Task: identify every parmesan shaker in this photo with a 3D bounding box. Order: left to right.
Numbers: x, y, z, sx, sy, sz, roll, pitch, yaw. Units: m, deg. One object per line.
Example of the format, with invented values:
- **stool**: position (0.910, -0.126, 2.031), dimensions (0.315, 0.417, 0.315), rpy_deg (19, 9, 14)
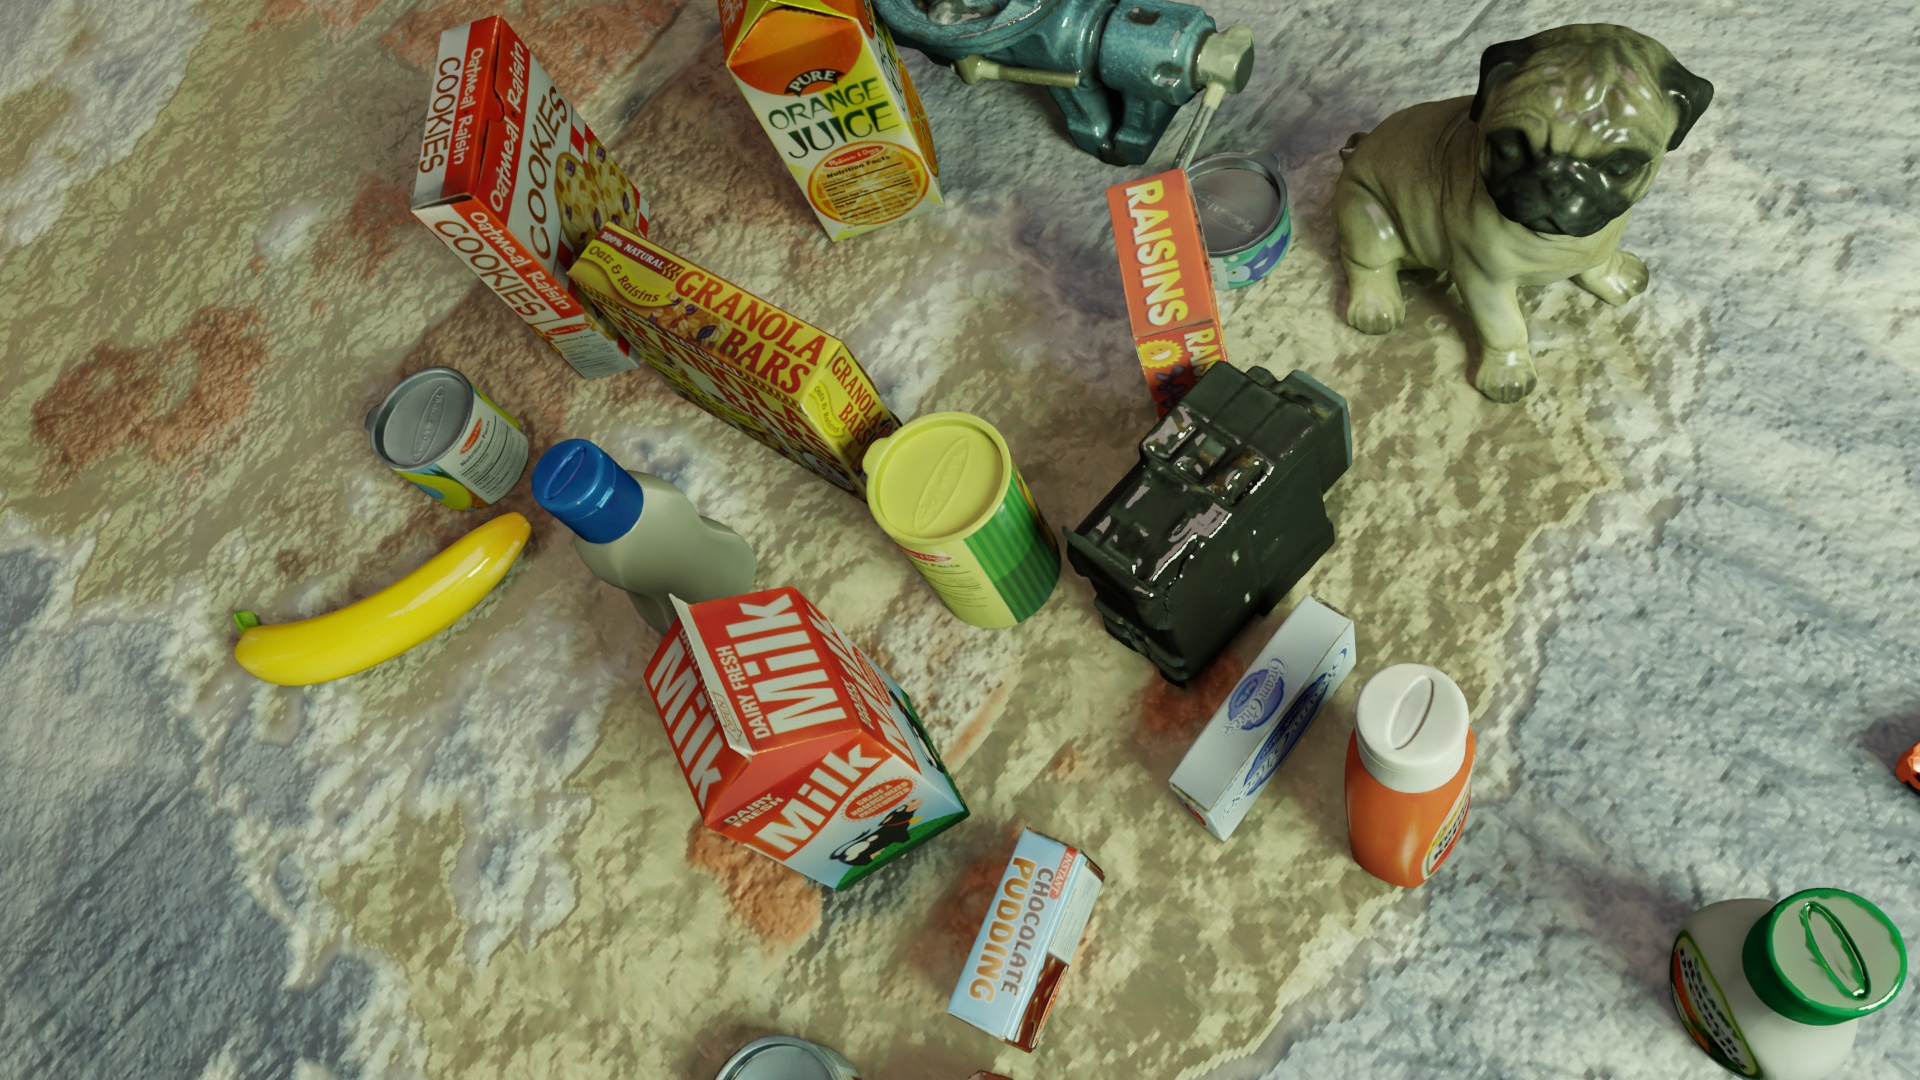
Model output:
- **parmesan shaker**: position (0.002, -0.008, 0.651), dimensions (0.071, 0.102, 0.071), rpy_deg (-7, 64, 15)

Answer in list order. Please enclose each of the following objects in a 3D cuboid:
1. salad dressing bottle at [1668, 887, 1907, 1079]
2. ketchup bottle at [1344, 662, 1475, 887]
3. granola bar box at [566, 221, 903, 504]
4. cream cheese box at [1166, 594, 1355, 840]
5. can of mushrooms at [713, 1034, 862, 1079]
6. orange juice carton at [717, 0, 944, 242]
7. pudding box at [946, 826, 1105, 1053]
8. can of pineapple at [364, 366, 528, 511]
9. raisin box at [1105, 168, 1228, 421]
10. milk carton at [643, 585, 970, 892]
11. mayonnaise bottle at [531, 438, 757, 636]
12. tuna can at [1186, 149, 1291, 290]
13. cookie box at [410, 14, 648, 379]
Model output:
- **salad dressing bottle**: position (0.274, 0.147, 0.464), dimensions (0.044, 0.147, 0.064), rpy_deg (-21, 61, 8)
- **ketchup bottle**: position (0.170, 0.087, 0.526), dimensions (0.043, 0.148, 0.065), rpy_deg (22, 74, 26)
- **granola bar box**: position (-0.107, -0.088, 0.713), dimensions (0.166, 0.124, 0.039), rpy_deg (30, 78, 27)
- **cream cheese box**: position (0.131, 0.077, 0.598), dimensions (0.024, 0.053, 0.104), rpy_deg (34, 79, 28)
- **can of mushrooms**: position (-0.074, 0.250, 0.593), dimensions (0.071, 0.033, 0.071), rpy_deg (-7, 64, 15)
- **orange juice carton**: position (-0.074, -0.252, 0.741), dimensions (0.073, 0.192, 0.072), rpy_deg (-16, 62, 11)
- **pudding box**: position (0.029, 0.170, 0.589), dimensions (0.030, 0.049, 0.084), rpy_deg (17, 72, 24)
- **can of pineapple**: position (-0.293, -0.058, 0.797), dimensions (0.071, 0.057, 0.071), rpy_deg (-7, 64, 15)
- **raisin box**: position (0.103, -0.101, 0.652), dimensions (0.040, 0.123, 0.086), rpy_deg (-12, 63, 13)
- **milk carton**: position (-0.066, 0.083, 0.580), dimensions (0.073, 0.190, 0.072), rpy_deg (-31, 60, 2)
- **mayonnaise bottle**: position (-0.152, 0.000, 0.672), dimensions (0.041, 0.147, 0.065), rpy_deg (26, 76, 27)
- **tuna can**: position (0.140, -0.168, 0.724), dimensions (0.071, 0.032, 0.071), rpy_deg (-7, 64, 15)
- **cookie box**: position (-0.231, -0.186, 0.775), dimensions (0.040, 0.167, 0.123), rpy_deg (-10, 63, 14)
